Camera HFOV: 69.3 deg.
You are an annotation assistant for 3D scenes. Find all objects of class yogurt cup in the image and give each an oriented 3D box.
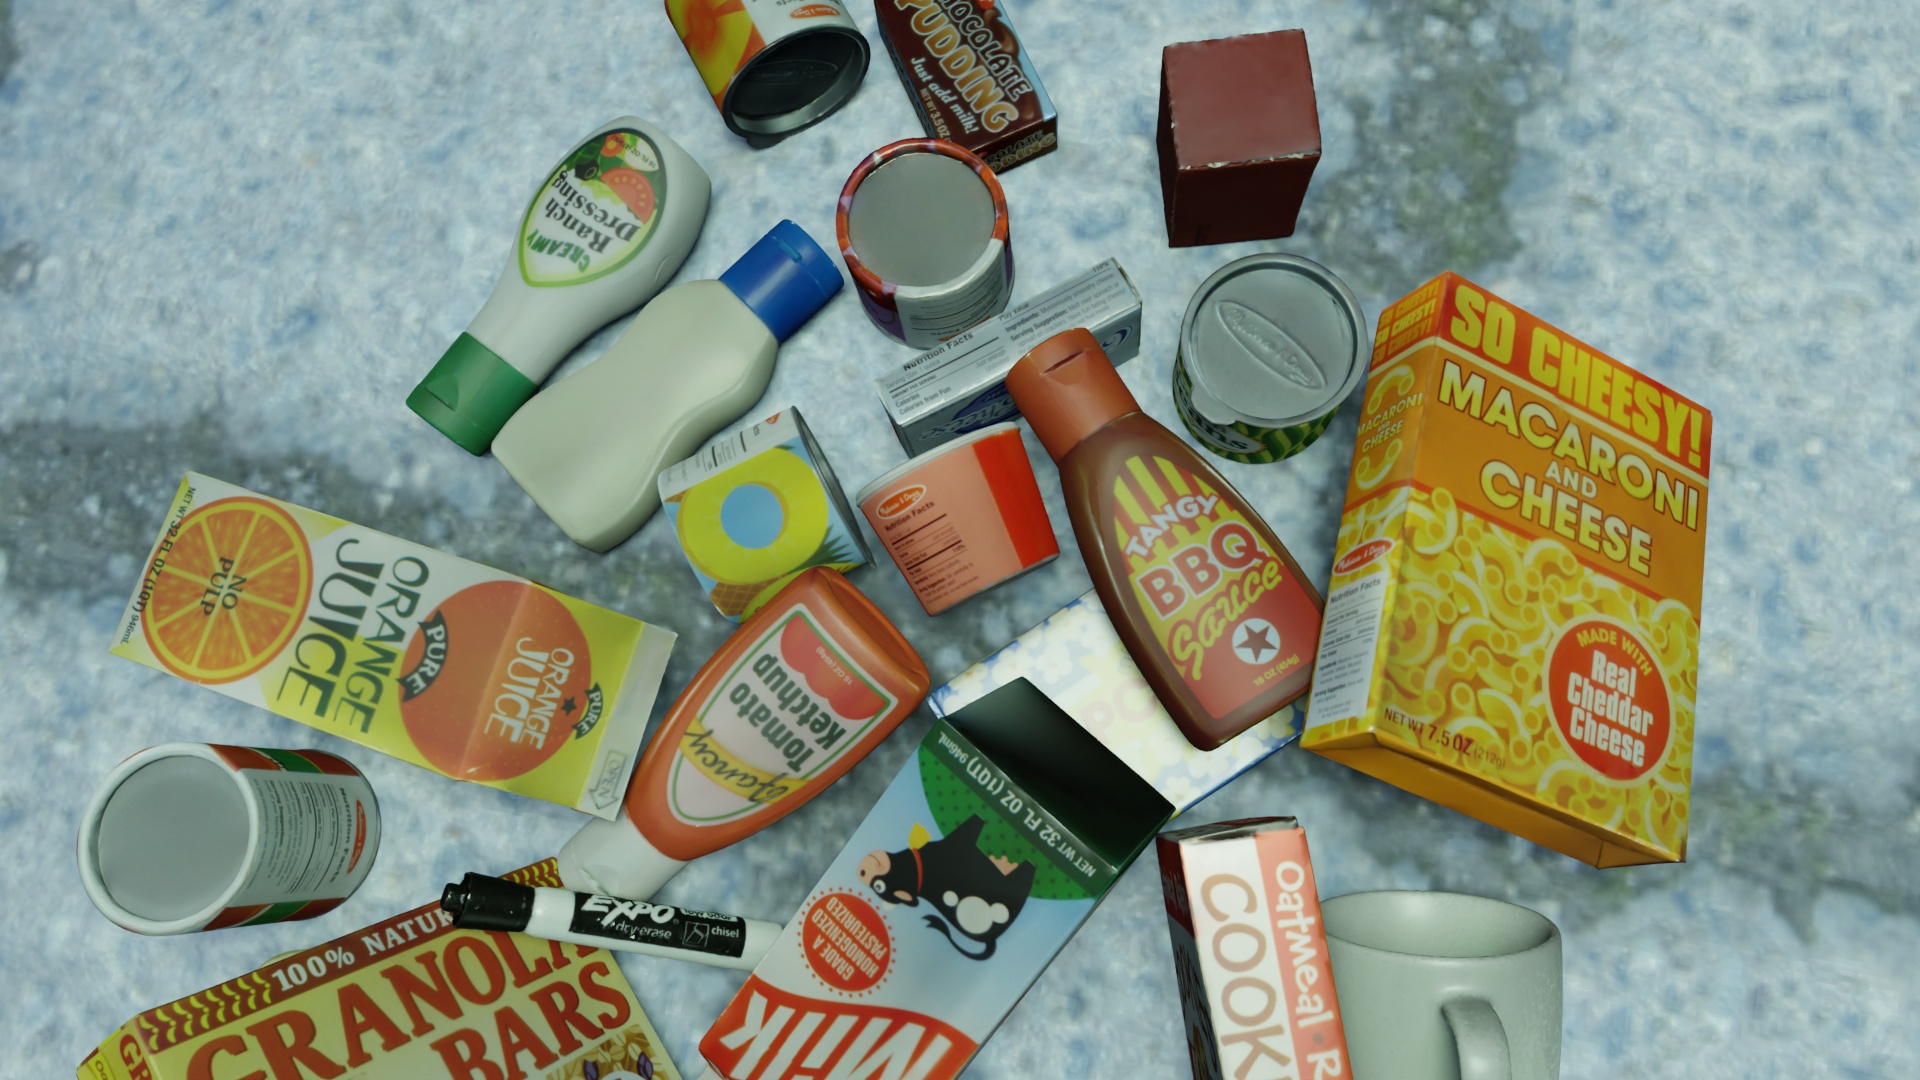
[{"bbox_3d":[0.002,-0.007,0.519,0.072,0.072,0.054,-25,86,0],"label":"yogurt cup"}]

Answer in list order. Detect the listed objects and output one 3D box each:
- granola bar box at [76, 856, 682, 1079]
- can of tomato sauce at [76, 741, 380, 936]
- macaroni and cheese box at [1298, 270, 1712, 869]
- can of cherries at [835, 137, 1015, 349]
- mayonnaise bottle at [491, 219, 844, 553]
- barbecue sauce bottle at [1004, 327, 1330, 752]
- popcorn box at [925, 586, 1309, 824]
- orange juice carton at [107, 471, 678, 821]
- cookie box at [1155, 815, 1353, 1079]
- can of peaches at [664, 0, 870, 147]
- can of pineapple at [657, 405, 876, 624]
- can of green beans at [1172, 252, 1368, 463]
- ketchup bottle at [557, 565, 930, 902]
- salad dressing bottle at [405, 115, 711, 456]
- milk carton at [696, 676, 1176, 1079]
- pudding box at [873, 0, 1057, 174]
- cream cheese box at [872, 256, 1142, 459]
[{"bbox_3d":[-0.168,0.183,0.443,0.039,0.166,0.124,-40,76,22],"label":"granola bar box"},{"bbox_3d":[-0.266,0.108,0.507,0.071,0.083,0.071,-1,79,4],"label":"can of tomato sauce"},{"bbox_3d":[0.187,0.009,0.466,0.124,0.040,0.167,23,66,-15],"label":"macaroni and cheese box"},{"bbox_3d":[-0.014,-0.117,0.545,0.071,0.058,0.071,-1,79,5],"label":"can of cherries"},{"bbox_3d":[-0.111,-0.065,0.552,0.148,0.041,0.065,-44,79,-6],"label":"mayonnaise bottle"},{"bbox_3d":[0.069,-0.005,0.482,0.065,0.043,0.149,-30,77,-8],"label":"barbecue sauce bottle"},{"bbox_3d":[0.064,0.060,0.512,0.127,0.038,0.085,-33,79,-3],"label":"popcorn box"},{"bbox_3d":[-0.200,0.040,0.513,0.193,0.073,0.072,16,81,14],"label":"orange juice carton"},{"bbox_3d":[0.098,0.174,0.442,0.040,0.122,0.167,-9,78,2],"label":"cookie box"},{"bbox_3d":[-0.080,-0.206,0.566,0.071,0.071,0.058,-29,78,-1],"label":"can of peaches"},{"bbox_3d":[-0.072,-0.007,0.524,0.058,0.071,0.071,-27,78,0],"label":"can of pineapple"},{"bbox_3d":[0.114,-0.067,0.523,0.071,0.057,0.071,-1,79,5],"label":"can of green beans"},{"bbox_3d":[-0.083,0.079,0.504,0.148,0.043,0.064,-43,94,11],"label":"ketchup bottle"},{"bbox_3d":[-0.162,-0.102,0.562,0.064,0.044,0.148,35,84,12],"label":"salad dressing bottle"},{"bbox_3d":[-0.019,0.144,0.465,0.072,0.073,0.190,39,107,15],"label":"milk carton"},{"bbox_3d":[0.002,-0.193,0.573,0.050,0.030,0.084,-23,78,-1],"label":"pudding box"},{"bbox_3d":[0.020,-0.067,0.534,0.104,0.053,0.024,-27,76,-1],"label":"cream cheese box"}]
